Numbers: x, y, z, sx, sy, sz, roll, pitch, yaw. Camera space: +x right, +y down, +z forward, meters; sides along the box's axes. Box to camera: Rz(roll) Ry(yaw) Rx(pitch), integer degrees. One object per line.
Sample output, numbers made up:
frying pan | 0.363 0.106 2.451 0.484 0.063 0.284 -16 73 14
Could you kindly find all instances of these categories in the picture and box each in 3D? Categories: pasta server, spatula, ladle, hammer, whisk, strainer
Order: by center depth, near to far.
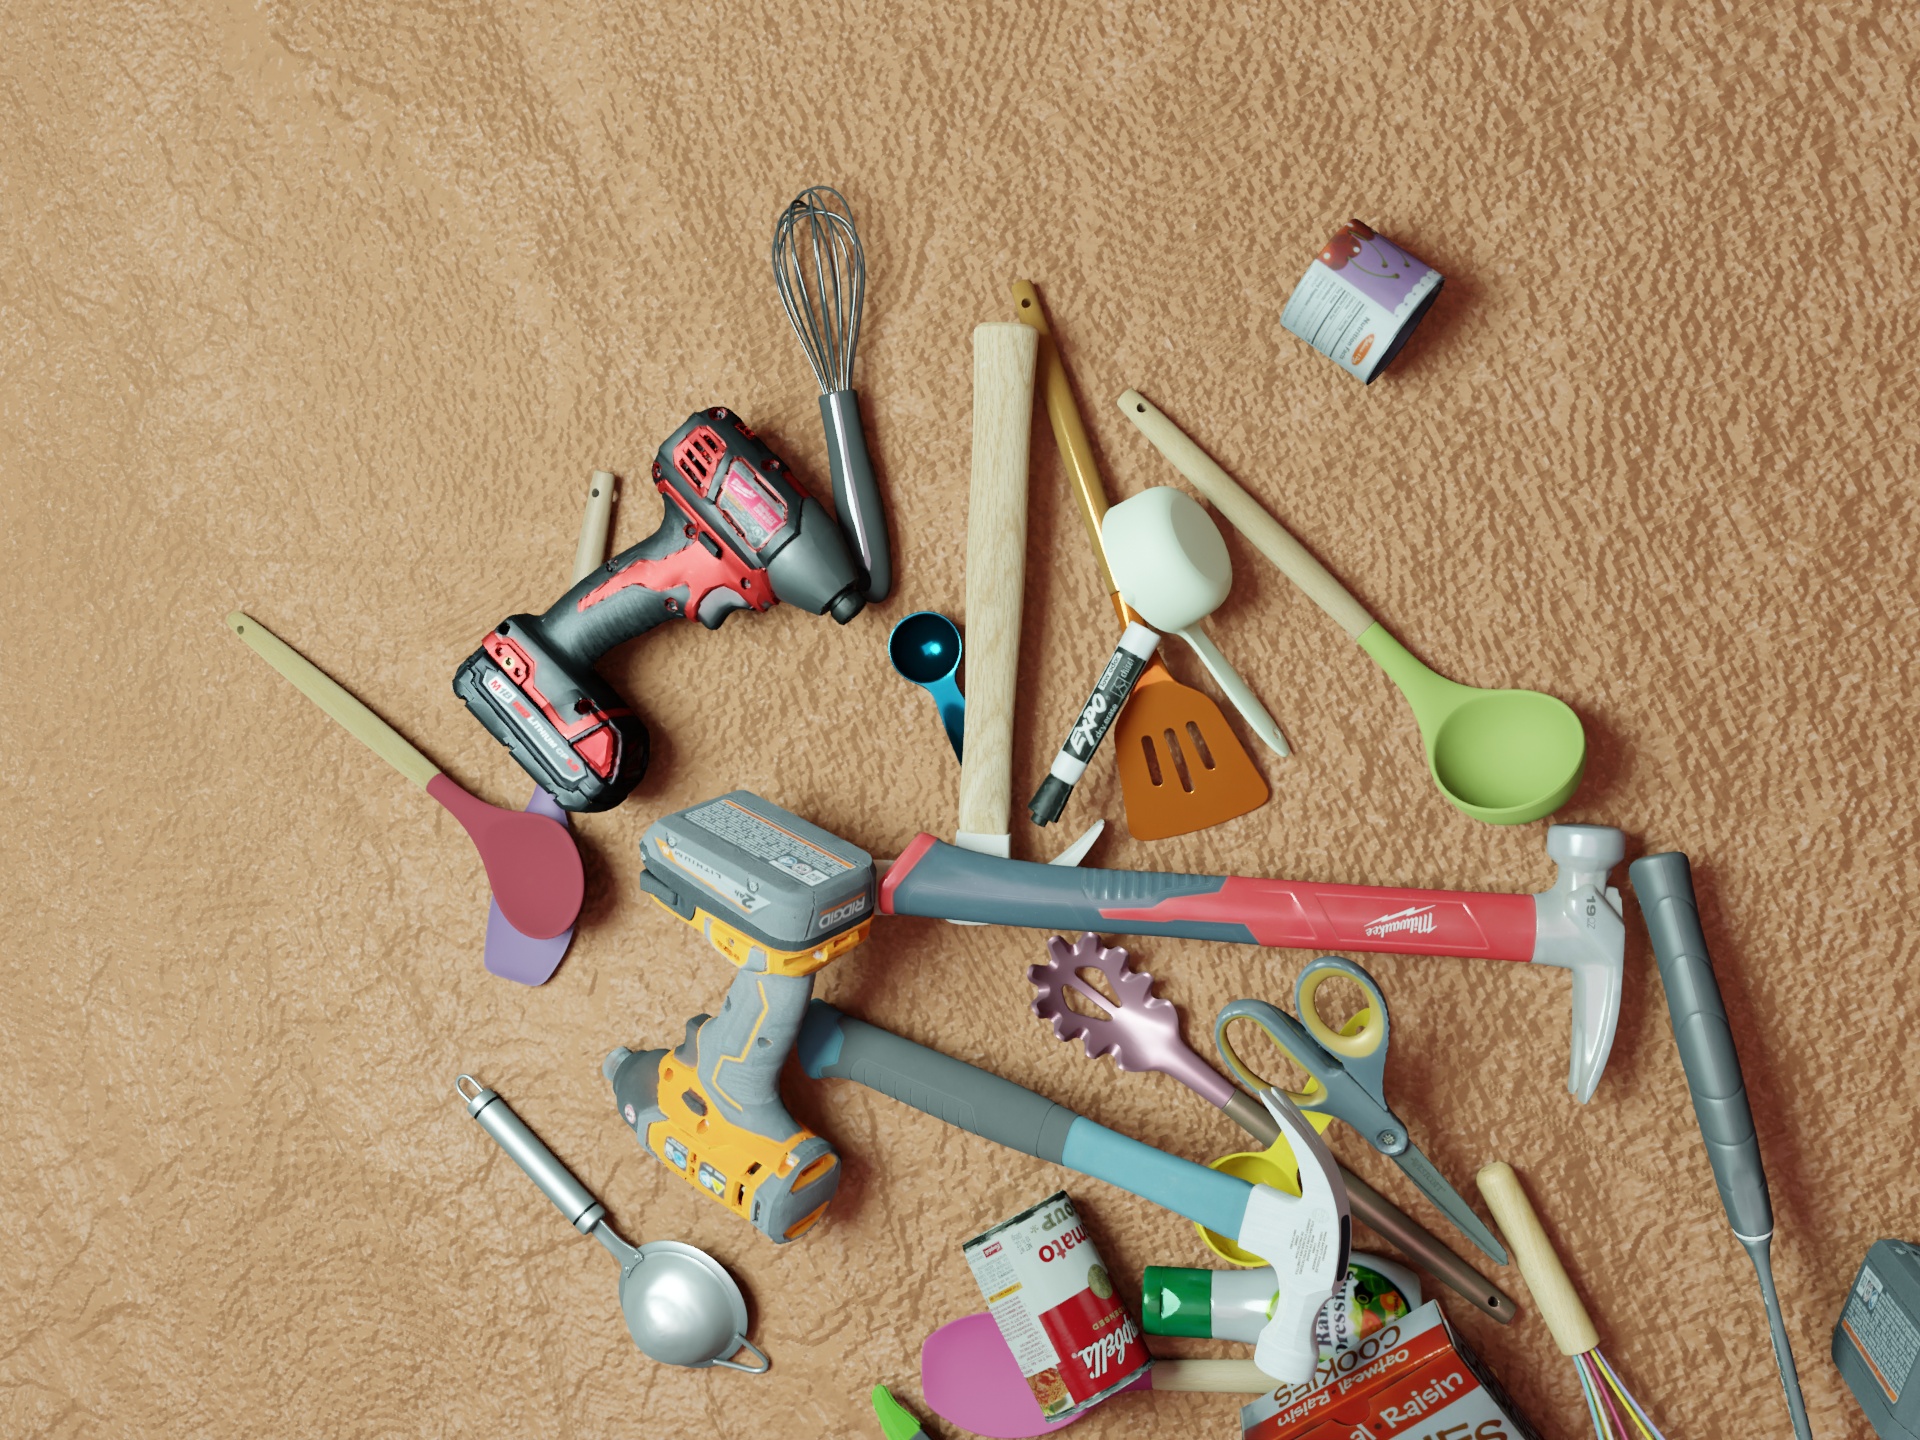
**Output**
hammer | 0.393 0.267 0.784 0.036 0.149 0.409 -14 81 20
whisk | 0.333 0.350 0.835 0.051 0.047 0.245 -26 81 0
hammer | 0.148 0.116 0.843 0.386 0.038 0.143 3 90 5
ladle | 0.199 -0.070 0.846 0.078 0.062 0.320 -42 79 -6
hammer | 0.047 0.220 0.846 0.331 0.033 0.128 15 88 30
pasta server | 0.169 0.224 0.867 0.316 0.040 0.060 37 85 8
hammer | 0.021 -0.051 0.880 0.130 0.031 0.331 3 95 3
spatula | 0.084 -0.093 0.888 0.081 0.041 0.323 -19 83 13
whisk | -0.067 -0.185 0.908 0.055 0.055 0.239 -9 94 12
strainer | -0.219 0.307 0.955 0.258 0.050 0.087 42 114 12
spatula | -0.240 0.006 0.962 0.060 0.018 0.316 12 95 16
ladle | -0.340 0.024 0.971 0.315 0.031 0.069 36 102 15

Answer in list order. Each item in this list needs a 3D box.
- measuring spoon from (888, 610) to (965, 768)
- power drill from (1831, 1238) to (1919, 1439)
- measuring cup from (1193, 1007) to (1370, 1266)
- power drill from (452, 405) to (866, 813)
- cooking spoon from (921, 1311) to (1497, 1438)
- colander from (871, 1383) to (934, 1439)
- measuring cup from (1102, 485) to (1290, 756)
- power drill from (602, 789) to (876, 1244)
measuring spoon | -0.001 -0.003 0.914 0.042 0.021 0.128 -24 95 5
power drill | 0.539 0.333 0.716 0.226 0.185 0.084 20 97 14
measuring cup | 0.178 0.219 0.849 0.062 0.029 0.156 37 73 5
power drill | -0.164 -0.055 0.902 0.219 0.078 0.143 -44 88 6
cooking spoon | 0.133 0.366 0.888 0.319 0.017 0.069 -4 79 13
colander | 0.111 0.490 0.857 0.094 0.204 0.397 -38 64 -23
measuring cup | 0.140 -0.053 0.853 0.038 0.083 0.167 -32 100 35
power drill | -0.133 0.159 0.884 0.164 0.084 0.226 24 116 30
